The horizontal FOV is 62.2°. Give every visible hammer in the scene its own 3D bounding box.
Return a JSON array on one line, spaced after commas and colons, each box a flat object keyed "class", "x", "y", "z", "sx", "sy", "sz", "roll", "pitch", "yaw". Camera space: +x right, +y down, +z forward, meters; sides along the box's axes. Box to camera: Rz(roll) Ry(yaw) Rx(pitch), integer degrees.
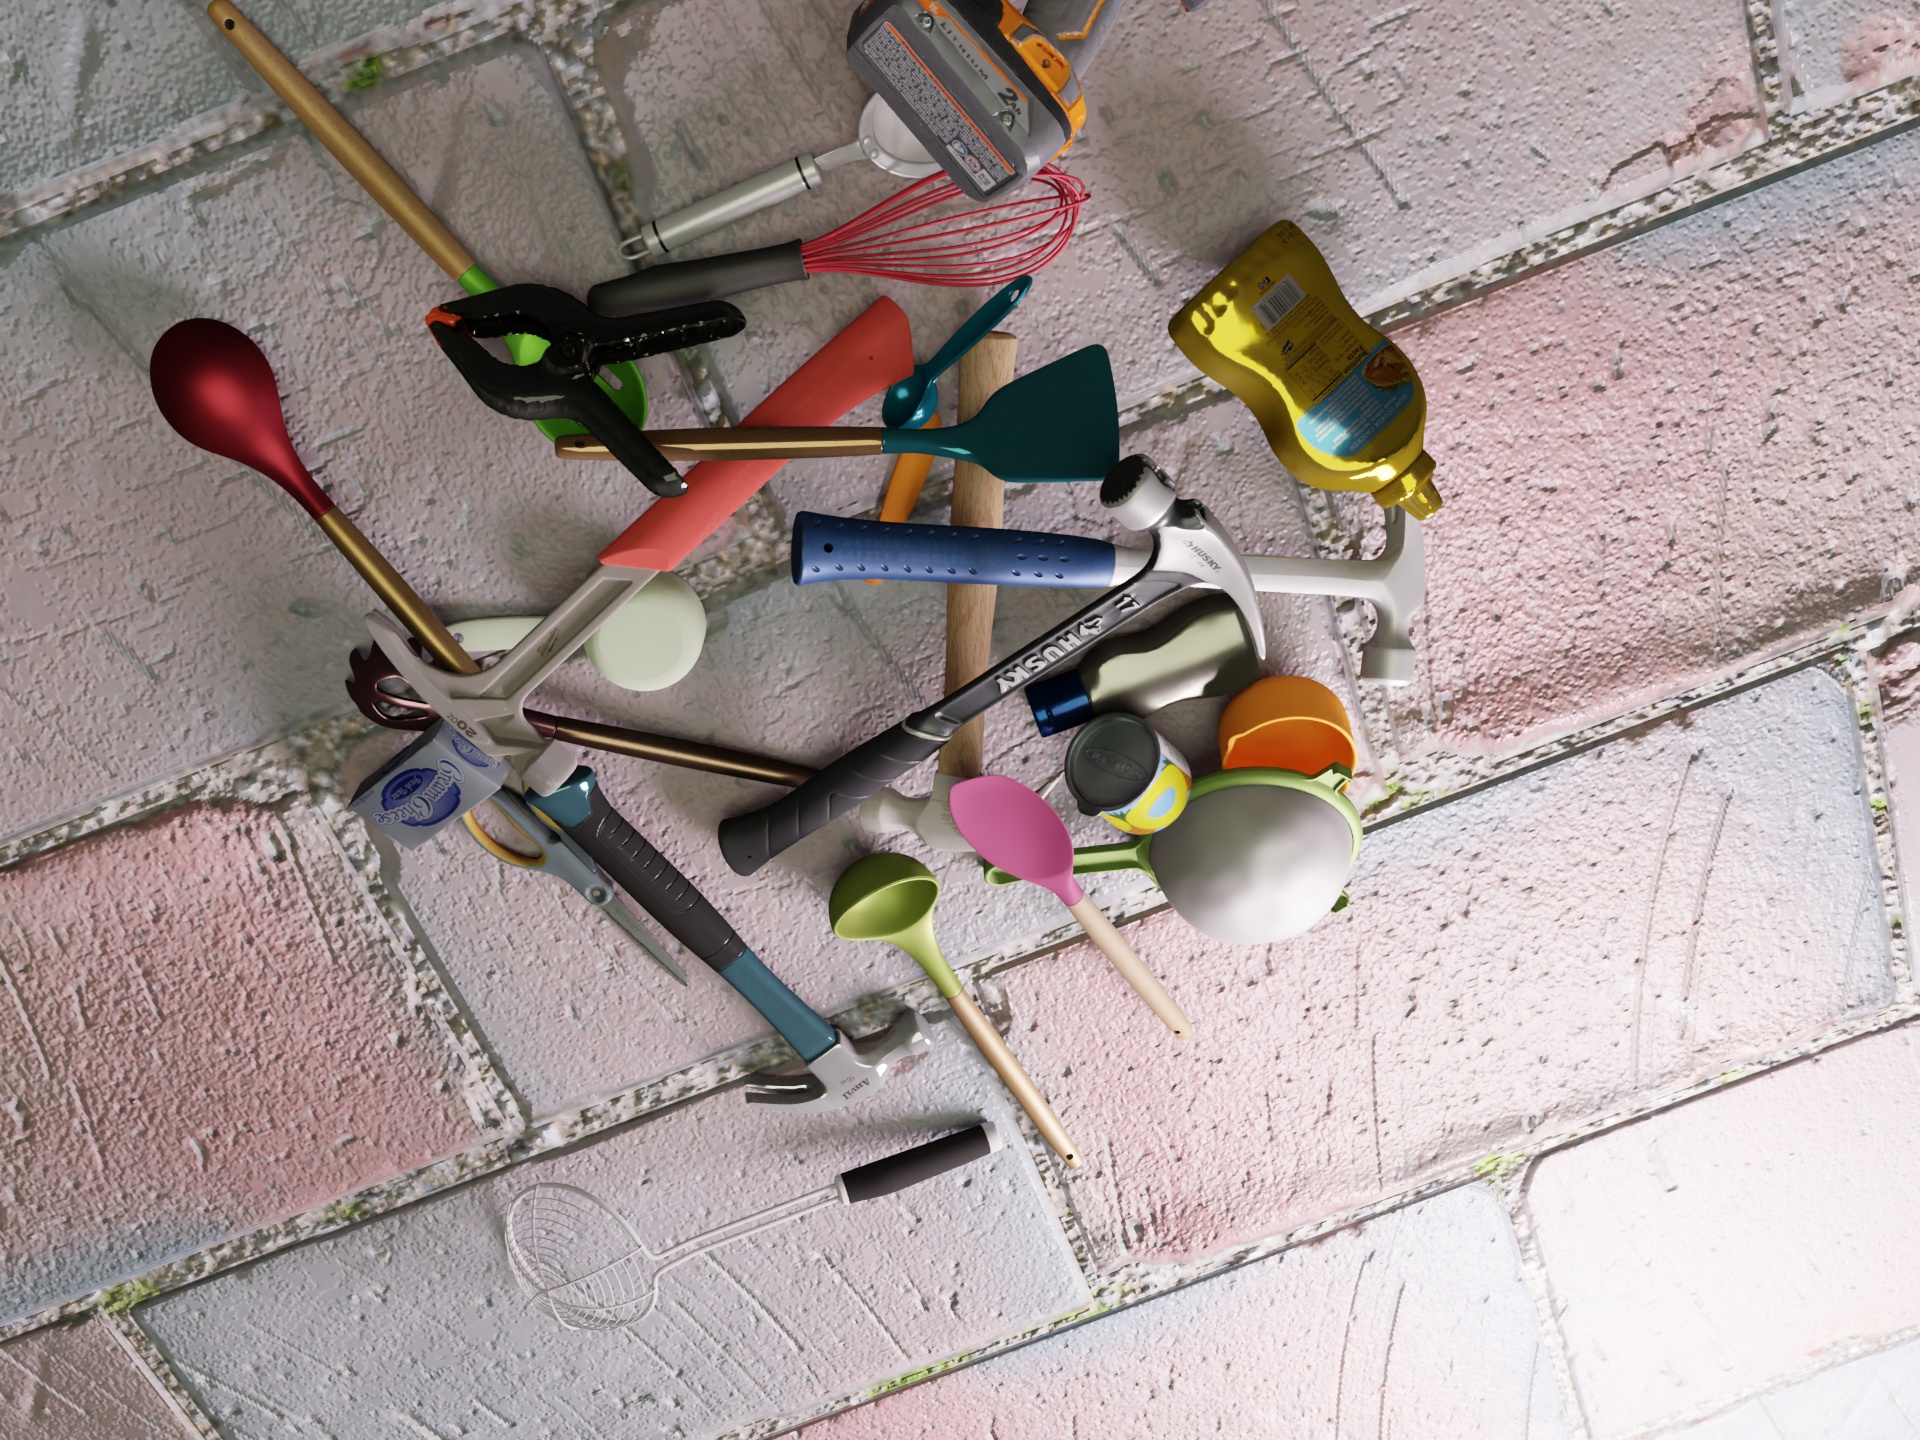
[{"class": "hammer", "x": -0.002, "y": -0.003, "z": 0.963, "sx": 0.409, "sy": 0.036, "sz": 0.149, "roll": -33, "pitch": 128, "yaw": 30}, {"class": "hammer", "x": -0.173, "y": -0.125, "z": 0.939, "sx": 0.359, "sy": 0.037, "sz": 0.149, "roll": -43, "pitch": 105, "yaw": 2}, {"class": "hammer", "x": -0.163, "y": 0.149, "z": 1.069, "sx": 0.128, "sy": 0.033, "sz": 0.330, "roll": -36, "pitch": 116, "yaw": 7}, {"class": "hammer", "x": 0.101, "y": -0.100, "z": 0.962, "sx": 0.405, "sy": 0.035, "sz": 0.144, "roll": 2, "pitch": 97, "yaw": -17}, {"class": "hammer", "x": 0.009, "y": -0.074, "z": 0.997, "sx": 0.130, "sy": 0.031, "sz": 0.331, "roll": 9, "pitch": 108, "yaw": 16}]

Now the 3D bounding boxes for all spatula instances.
[{"class": "spatula", "x": -0.070, "y": -0.165, "z": 0.905, "sx": 0.317, "sy": 0.044, "sz": 0.082, "roll": -3, "pitch": 79, "yaw": -7}]

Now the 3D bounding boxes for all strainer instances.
[{"class": "strainer", "x": 0.142, "y": 0.108, "z": 1.061, "sx": 0.256, "sy": 0.069, "sz": 0.151, "roll": -6, "pitch": 136, "yaw": 7}, {"class": "strainer", "x": -0.079, "y": -0.317, "z": 0.899, "sx": 0.258, "sy": 0.050, "sz": 0.086, "roll": -21, "pitch": 157, "yaw": 8}]

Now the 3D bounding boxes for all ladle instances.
[{"class": "ladle", "x": 0.009, "y": 0.215, "z": 1.117, "sx": 0.078, "sy": 0.062, "sz": 0.320, "roll": -30, "pitch": 115, "yaw": 6}, {"class": "ladle", "x": -0.359, "y": -0.102, "z": 0.942, "sx": 0.069, "sy": 0.031, "sz": 0.315, "roll": -36, "pitch": 106, "yaw": 5}]

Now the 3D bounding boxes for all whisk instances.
[{"class": "whisk", "x": -0.070, "y": -0.268, "z": 0.911, "sx": 0.296, "sy": 0.073, "sz": 0.073, "roll": -11, "pitch": 113, "yaw": 4}]

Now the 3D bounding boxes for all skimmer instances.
[{"class": "skimmer", "x": -0.151, "y": 0.349, "z": 1.167, "sx": 0.363, "sy": 0.090, "sz": 0.127, "roll": -17, "pitch": 110, "yaw": -10}]

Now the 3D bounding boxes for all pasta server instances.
[{"class": "pasta server", "x": -0.232, "y": 0.007, "z": 1.022, "sx": 0.316, "sy": 0.040, "sz": 0.060, "roll": 12, "pitch": 110, "yaw": -15}]

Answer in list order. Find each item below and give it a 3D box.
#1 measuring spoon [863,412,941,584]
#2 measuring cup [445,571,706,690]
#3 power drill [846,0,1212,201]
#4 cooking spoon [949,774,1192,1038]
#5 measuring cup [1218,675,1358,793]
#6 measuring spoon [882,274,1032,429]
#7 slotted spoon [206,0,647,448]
[{"class": "measuring spoon", "x": -0.037, "y": -0.137, "z": 0.991, "sx": 0.021, "sy": 0.011, "sz": 0.117, "roll": 18, "pitch": 109, "yaw": -13}, {"class": "measuring cup", "x": -0.242, "y": -0.052, "z": 0.987, "sx": 0.167, "sy": 0.038, "sz": 0.083, "roll": -4, "pitch": 112, "yaw": -7}, {"class": "power drill", "x": 0.046, "y": -0.400, "z": 0.823, "sx": 0.164, "sy": 0.084, "sz": 0.226, "roll": 45, "pitch": 72, "yaw": -19}, {"class": "cooking spoon", "x": 0.086, "y": 0.131, "z": 1.063, "sx": 0.069, "sy": 0.017, "sz": 0.318, "roll": -14, "pitch": 134, "yaw": 27}, {"class": "measuring cup", "x": 0.193, "y": 0.037, "z": 1.075, "sx": 0.095, "sy": 0.052, "sz": 0.173, "roll": 23, "pitch": 132, "yaw": -19}, {"class": "measuring spoon", "x": 0.002, "y": -0.213, "z": 0.935, "sx": 0.021, "sy": 0.042, "sz": 0.128, "roll": 24, "pitch": 131, "yaw": -38}, {"class": "slotted spoon", "x": -0.297, "y": -0.275, "z": 0.899, "sx": 0.070, "sy": 0.031, "sz": 0.313, "roll": -40, "pitch": 109, "yaw": 9}]
